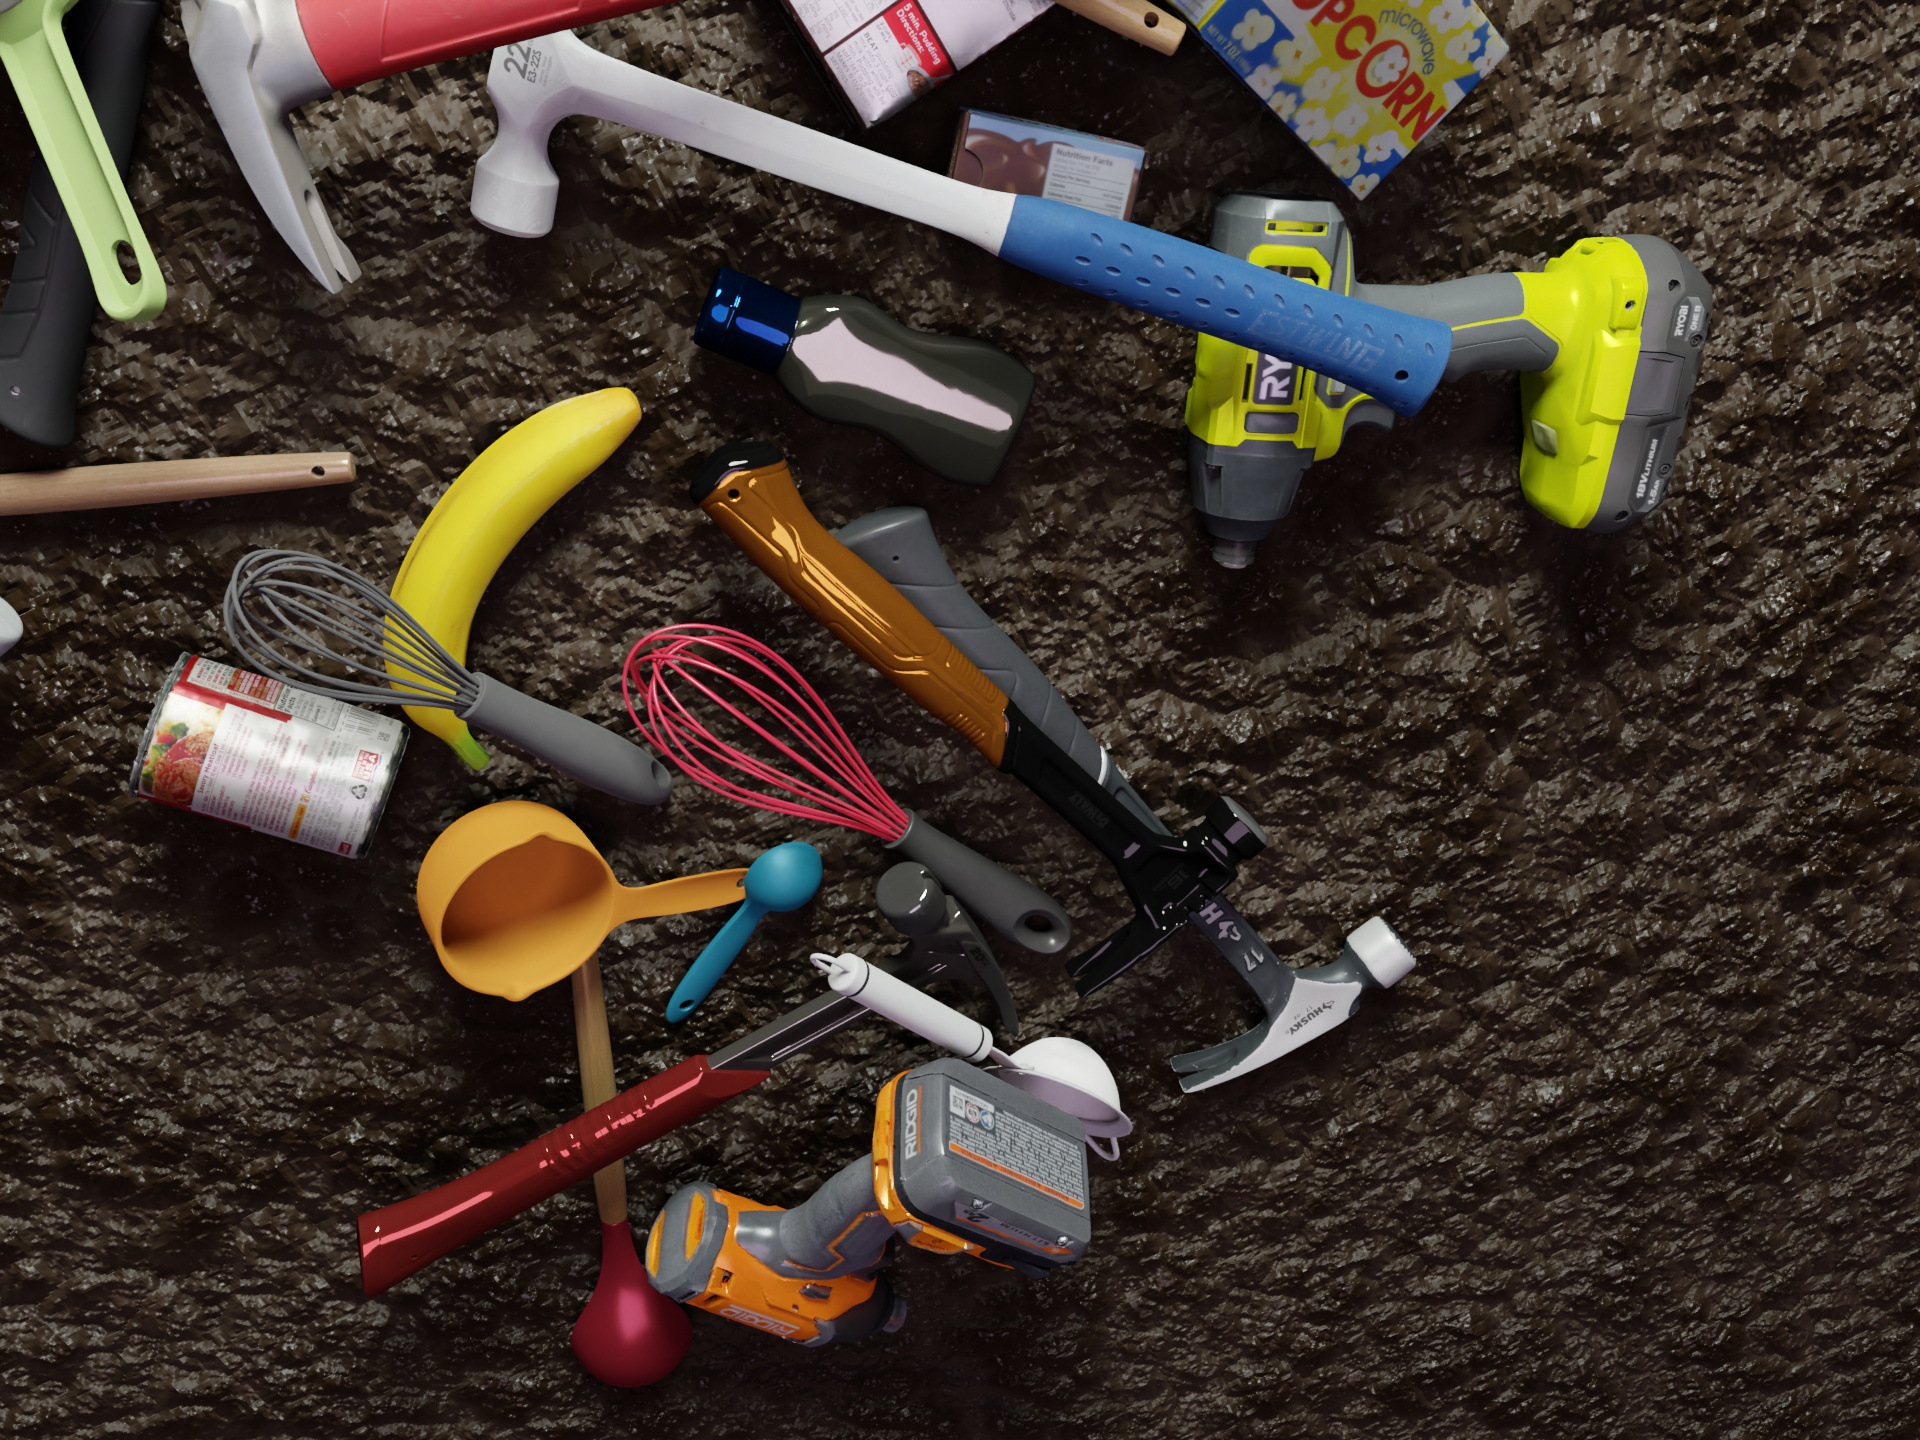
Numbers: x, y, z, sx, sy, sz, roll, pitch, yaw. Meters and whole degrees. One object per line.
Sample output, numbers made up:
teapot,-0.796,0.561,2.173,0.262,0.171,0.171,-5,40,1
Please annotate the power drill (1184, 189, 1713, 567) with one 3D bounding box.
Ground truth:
power drill,0.219,-0.154,0.750,0.223,0.080,0.171,0,114,-8

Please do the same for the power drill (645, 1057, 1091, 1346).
power drill,-0.038,0.272,0.850,0.164,0.084,0.226,33,128,-31

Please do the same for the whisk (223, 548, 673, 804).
whisk,-0.216,-0.009,0.706,0.055,0.055,0.238,-47,136,11

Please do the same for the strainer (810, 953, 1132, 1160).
strainer,0.013,0.166,0.817,0.258,0.087,0.050,37,62,-40

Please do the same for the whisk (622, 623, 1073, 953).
whisk,-0.045,0.044,0.795,0.295,0.073,0.073,37,102,-30

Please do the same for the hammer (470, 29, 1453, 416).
hammer,0.011,-0.212,0.651,0.405,0.035,0.144,16,122,-7

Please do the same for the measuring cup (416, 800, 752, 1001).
measuring cup,-0.182,0.079,0.791,0.173,0.052,0.095,-5,120,-37

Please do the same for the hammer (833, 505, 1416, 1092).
hammer,0.076,0.044,0.830,0.149,0.036,0.408,-39,115,8

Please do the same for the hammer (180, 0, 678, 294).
hammer,-0.088,-0.268,0.577,0.386,0.038,0.143,-12,120,7

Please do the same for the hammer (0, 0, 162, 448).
hammer,-0.321,-0.263,0.612,0.146,0.035,0.334,18,109,-18

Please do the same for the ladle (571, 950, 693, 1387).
ladle,-0.191,0.250,0.872,0.069,0.031,0.315,-5,113,-10

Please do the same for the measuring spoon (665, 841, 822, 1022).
measuring spoon,-0.113,0.117,0.824,0.042,0.021,0.128,20,114,-46

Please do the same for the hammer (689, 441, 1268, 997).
hammer,-0.001,-0.002,0.758,0.127,0.034,0.336,-44,113,9

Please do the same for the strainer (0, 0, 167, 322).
strainer,-0.344,-0.259,0.536,0.151,0.069,0.256,-18,98,16

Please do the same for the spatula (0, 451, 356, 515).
spatula,-0.421,-0.092,0.676,0.316,0.018,0.059,-7,114,-7

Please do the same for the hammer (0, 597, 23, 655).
hammer,-0.549,-0.109,0.623,0.128,0.033,0.330,-40,111,6

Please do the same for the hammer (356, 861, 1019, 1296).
hammer,-0.145,0.199,0.821,0.359,0.037,0.149,-29,138,0

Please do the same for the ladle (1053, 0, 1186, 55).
ladle,-0.058,-0.328,0.589,0.320,0.062,0.078,25,97,-6
